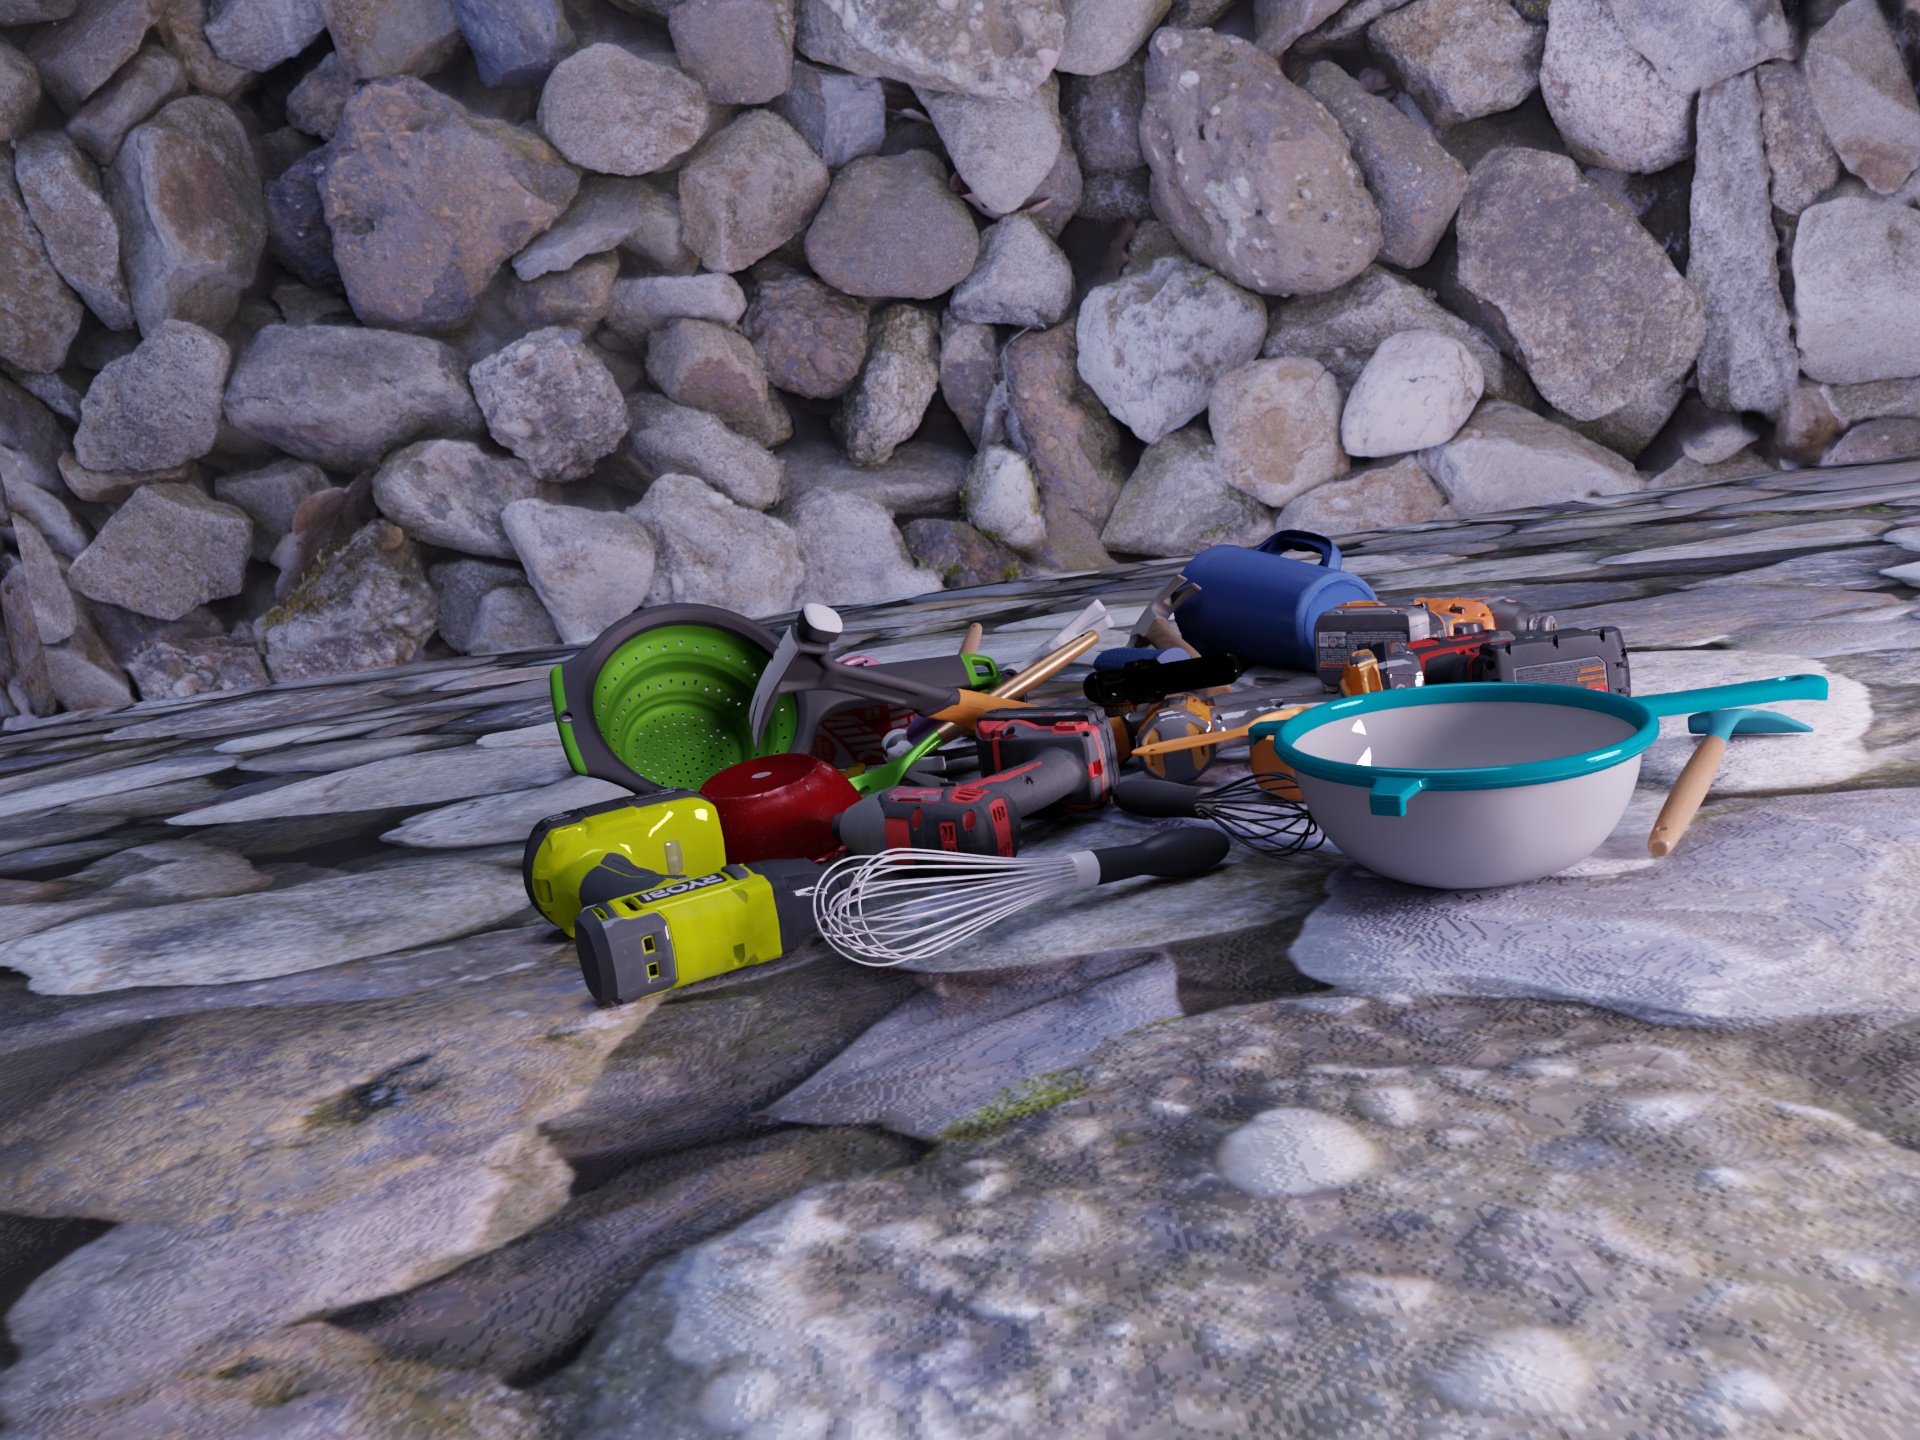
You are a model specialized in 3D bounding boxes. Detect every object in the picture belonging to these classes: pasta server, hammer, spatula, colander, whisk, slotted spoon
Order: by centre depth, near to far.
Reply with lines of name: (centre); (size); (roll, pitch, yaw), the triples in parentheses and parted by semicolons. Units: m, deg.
whisk: (0.044, 0.095, 0.963); (0.284, 0.070, 0.070); (-8, 9, -26)
spatula: (0.489, 0.035, 1.035); (0.082, 0.044, 0.317); (-1, 17, 35)
whisk: (0.171, 0.060, 1.097); (0.055, 0.055, 0.239); (-13, 6, -24)
hammer: (-0.002, -0.004, 1.283); (0.336, 0.127, 0.034); (13, 37, -30)
slotted spoon: (0.002, 0.003, 1.352); (0.314, 0.031, 0.070); (-34, 26, -24)
colander: (-0.156, -0.002, 1.389); (0.397, 0.205, 0.094); (-8, -29, -23)
pasta server: (-0.192, 0.021, 1.438); (0.316, 0.040, 0.060); (-33, 38, -24)
hammer: (0.138, 0.006, 1.448); (0.409, 0.036, 0.149); (-10, 11, -10)
spatula: (-0.005, -0.038, 1.524); (0.060, 0.018, 0.316); (-11, 20, 12)
hammer: (0.145, -0.065, 1.591); (0.144, 0.035, 0.405); (-38, 11, -8)
hammer: (0.231, -0.070, 1.666); (0.031, 0.130, 0.331); (28, 12, -13)

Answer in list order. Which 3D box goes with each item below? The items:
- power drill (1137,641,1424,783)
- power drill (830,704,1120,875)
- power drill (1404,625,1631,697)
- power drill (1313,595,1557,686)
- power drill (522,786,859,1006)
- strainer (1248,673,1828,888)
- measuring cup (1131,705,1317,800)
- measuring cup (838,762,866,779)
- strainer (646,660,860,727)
power drill: (0.259, -0.006, 1.305); (0.226, 0.084, 0.185); (-11, 7, 11)
power drill: (0.013, 0.054, 1.165); (0.143, 0.078, 0.219); (-2, 15, 34)
power drill: (0.480, -0.042, 1.337); (0.188, 0.080, 0.227); (-8, 7, -1)
power drill: (0.470, -0.083, 1.565); (0.164, 0.084, 0.226); (3, 11, 45)
power drill: (-0.180, 0.107, 1.019); (0.171, 0.080, 0.223); (-14, 15, -27)
strainer: (0.354, 0.036, 0.933); (0.340, 0.095, 0.211); (-8, 12, -10)
measuring cup: (0.216, 0.032, 1.178); (0.173, 0.052, 0.095); (-9, 15, 7)
measuring cup: (-0.109, 0.049, 1.408); (0.062, 0.029, 0.156); (-6, 13, 11)
strainer: (-0.225, -0.032, 1.538); (0.258, 0.050, 0.087); (-19, -7, 4)
